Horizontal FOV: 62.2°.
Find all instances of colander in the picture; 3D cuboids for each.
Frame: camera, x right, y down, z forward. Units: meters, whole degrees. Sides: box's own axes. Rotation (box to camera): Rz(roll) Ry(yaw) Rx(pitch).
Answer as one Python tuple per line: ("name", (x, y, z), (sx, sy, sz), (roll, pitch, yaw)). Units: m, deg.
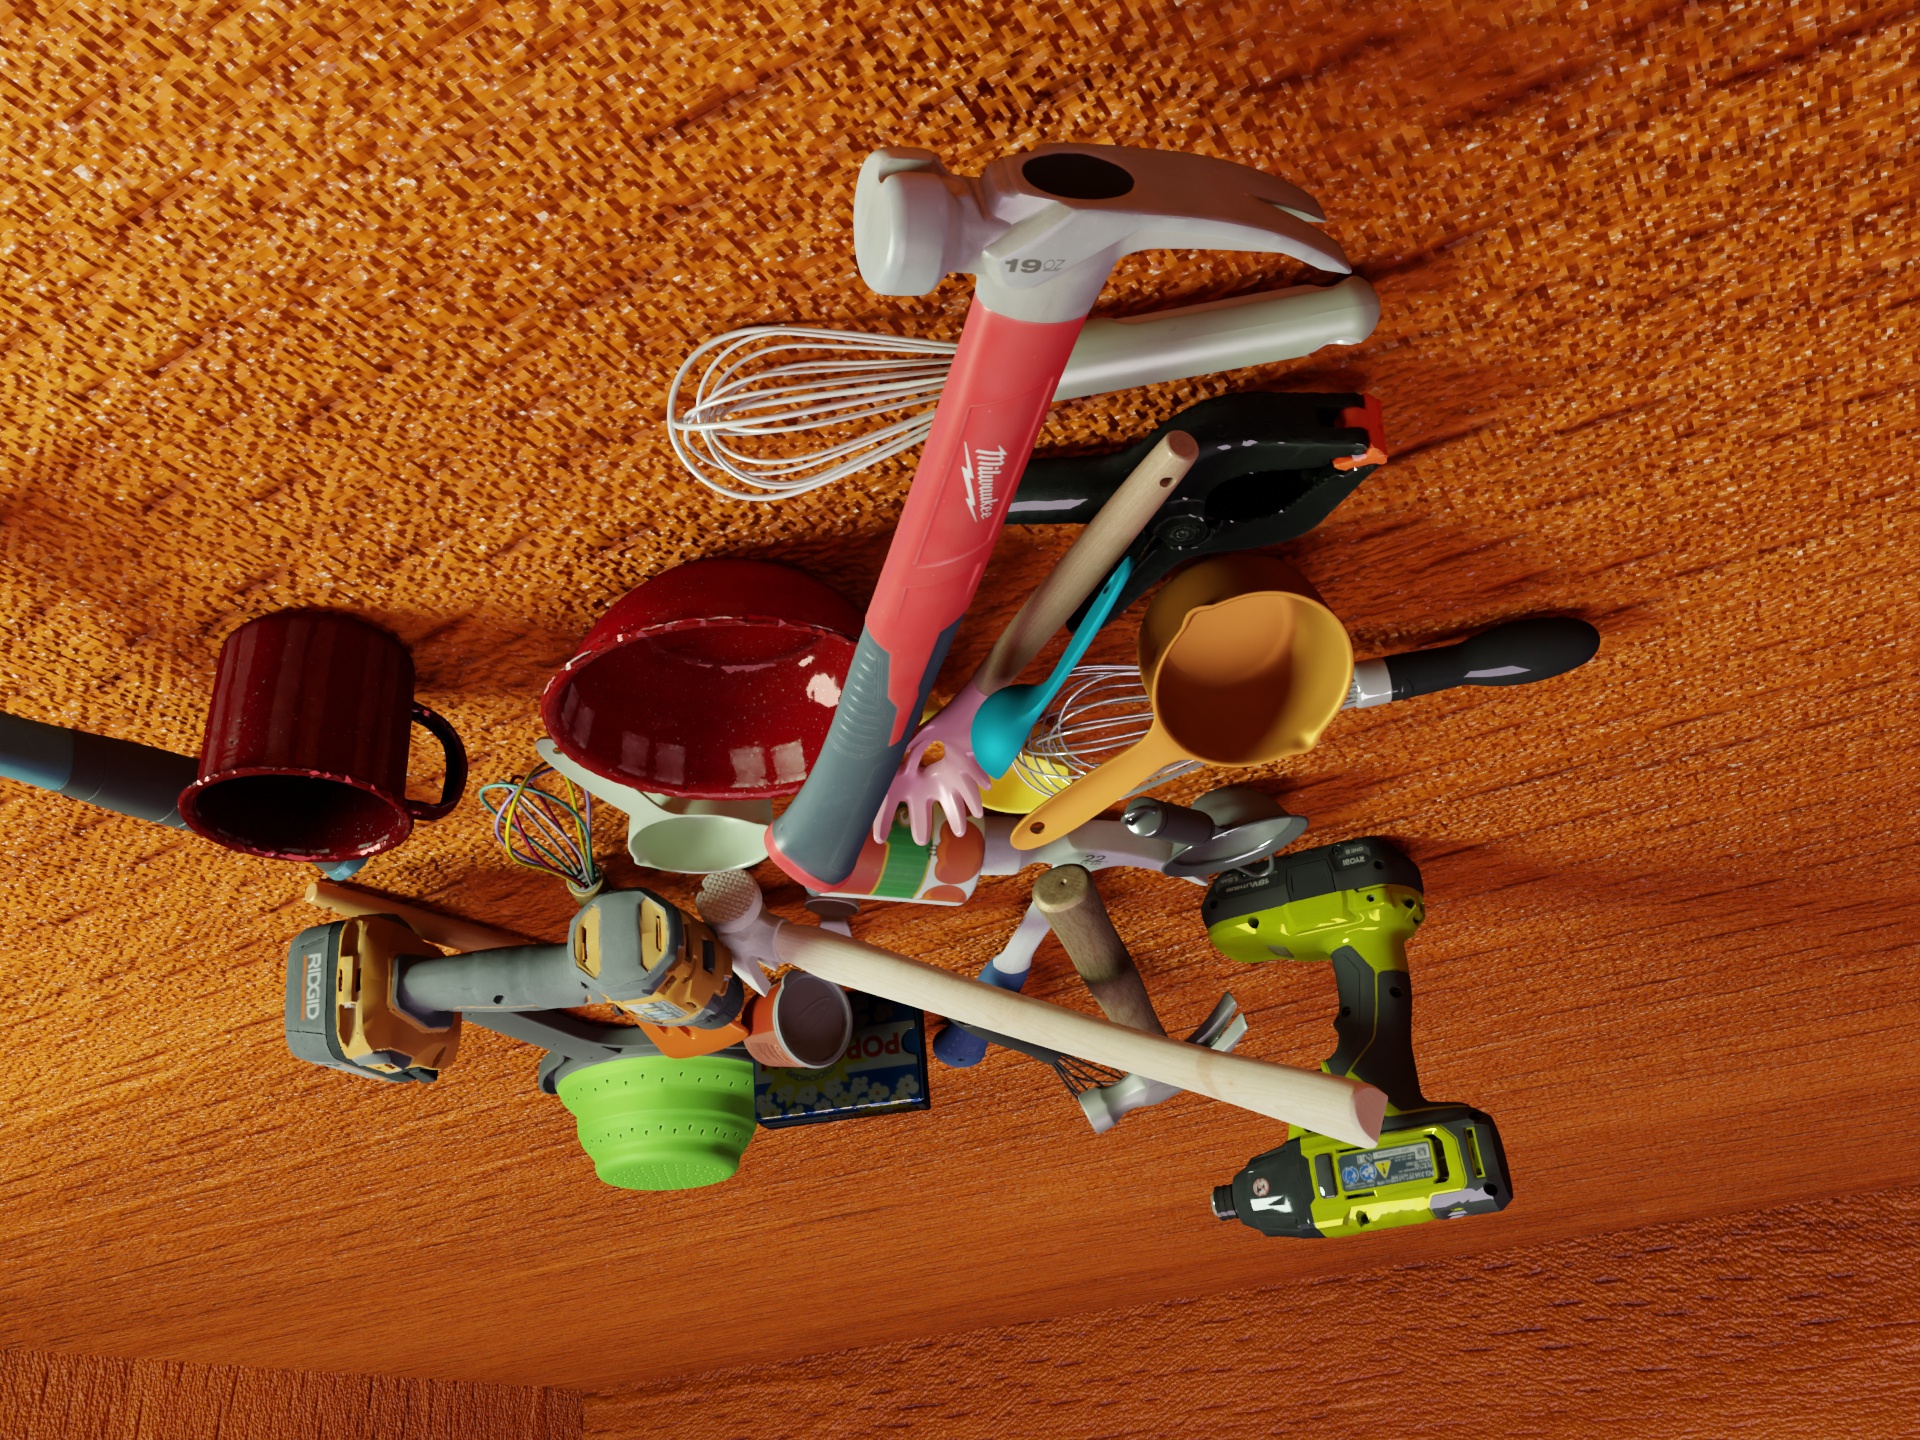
("colander", (-0.267, 0.284, 1.196), (0.204, 0.095, 0.396), (-16, 150, 21))

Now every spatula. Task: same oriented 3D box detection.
("spatula", (-0.274, 0.162, 1.025), (0.081, 0.041, 0.322), (-23, 146, 32))

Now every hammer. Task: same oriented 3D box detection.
("hammer", (0.044, 0.182, 0.952), (0.411, 0.038, 0.146), (15, 154, 14))
("hammer", (0.043, 0.161, 1.077), (0.144, 0.035, 0.405), (2, 151, -11))
("hammer", (-0.001, -0.042, 0.585), (0.143, 0.038, 0.386), (-4, 148, -19))
("hammer", (0.105, 0.174, 1.011), (0.130, 0.031, 0.331), (-28, 144, 1))
("hammer", (-0.379, 0.021, 0.688), (0.033, 0.128, 0.330), (-15, 159, 20))

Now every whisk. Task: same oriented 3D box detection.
("whisk", (0.061, 0.234, 1.134), (0.055, 0.055, 0.238), (-23, 142, 30))
("whisk", (0.021, -0.121, 0.543), (0.246, 0.059, 0.058), (-10, -172, 2))
("whisk", (0.163, -0.011, 0.757), (0.284, 0.070, 0.070), (-11, 152, 2))
("whisk", (-0.217, 0.084, 0.888), (0.051, 0.047, 0.244), (-5, 155, -2))

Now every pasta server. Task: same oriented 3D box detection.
("pasta server", (0.023, -0.021, 0.671), (0.060, 0.040, 0.316), (4, 154, -20))

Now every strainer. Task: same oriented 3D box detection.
("strainer", (0.125, 0.054, 0.830), (0.087, 0.050, 0.258), (-25, 165, 18))

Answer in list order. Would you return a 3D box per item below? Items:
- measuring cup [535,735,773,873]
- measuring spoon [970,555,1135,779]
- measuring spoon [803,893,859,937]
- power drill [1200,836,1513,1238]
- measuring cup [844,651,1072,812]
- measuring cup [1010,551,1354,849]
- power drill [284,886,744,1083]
("measuring cup", (-0.157, 0.031, 0.804), (0.083, 0.038, 0.167), (-17, 148, 21))
("measuring spoon", (0.032, -0.024, 0.620), (0.021, 0.042, 0.128), (27, 136, -5))
("measuring spoon", (-0.080, 0.124, 1.018), (0.034, 0.018, 0.124), (5, 158, -1))
("power drill", (0.224, 0.197, 0.972), (0.171, 0.223, 0.080), (-16, 149, 21))
("measuring cup", (-0.001, -0.003, 0.787), (0.062, 0.029, 0.156), (-22, 136, 34))
("measuring cup", (0.088, -0.006, 0.703), (0.173, 0.052, 0.095), (-36, 121, 17))
("power drill", (-0.242, 0.156, 0.920), (0.226, 0.084, 0.185), (-9, 159, 6))
